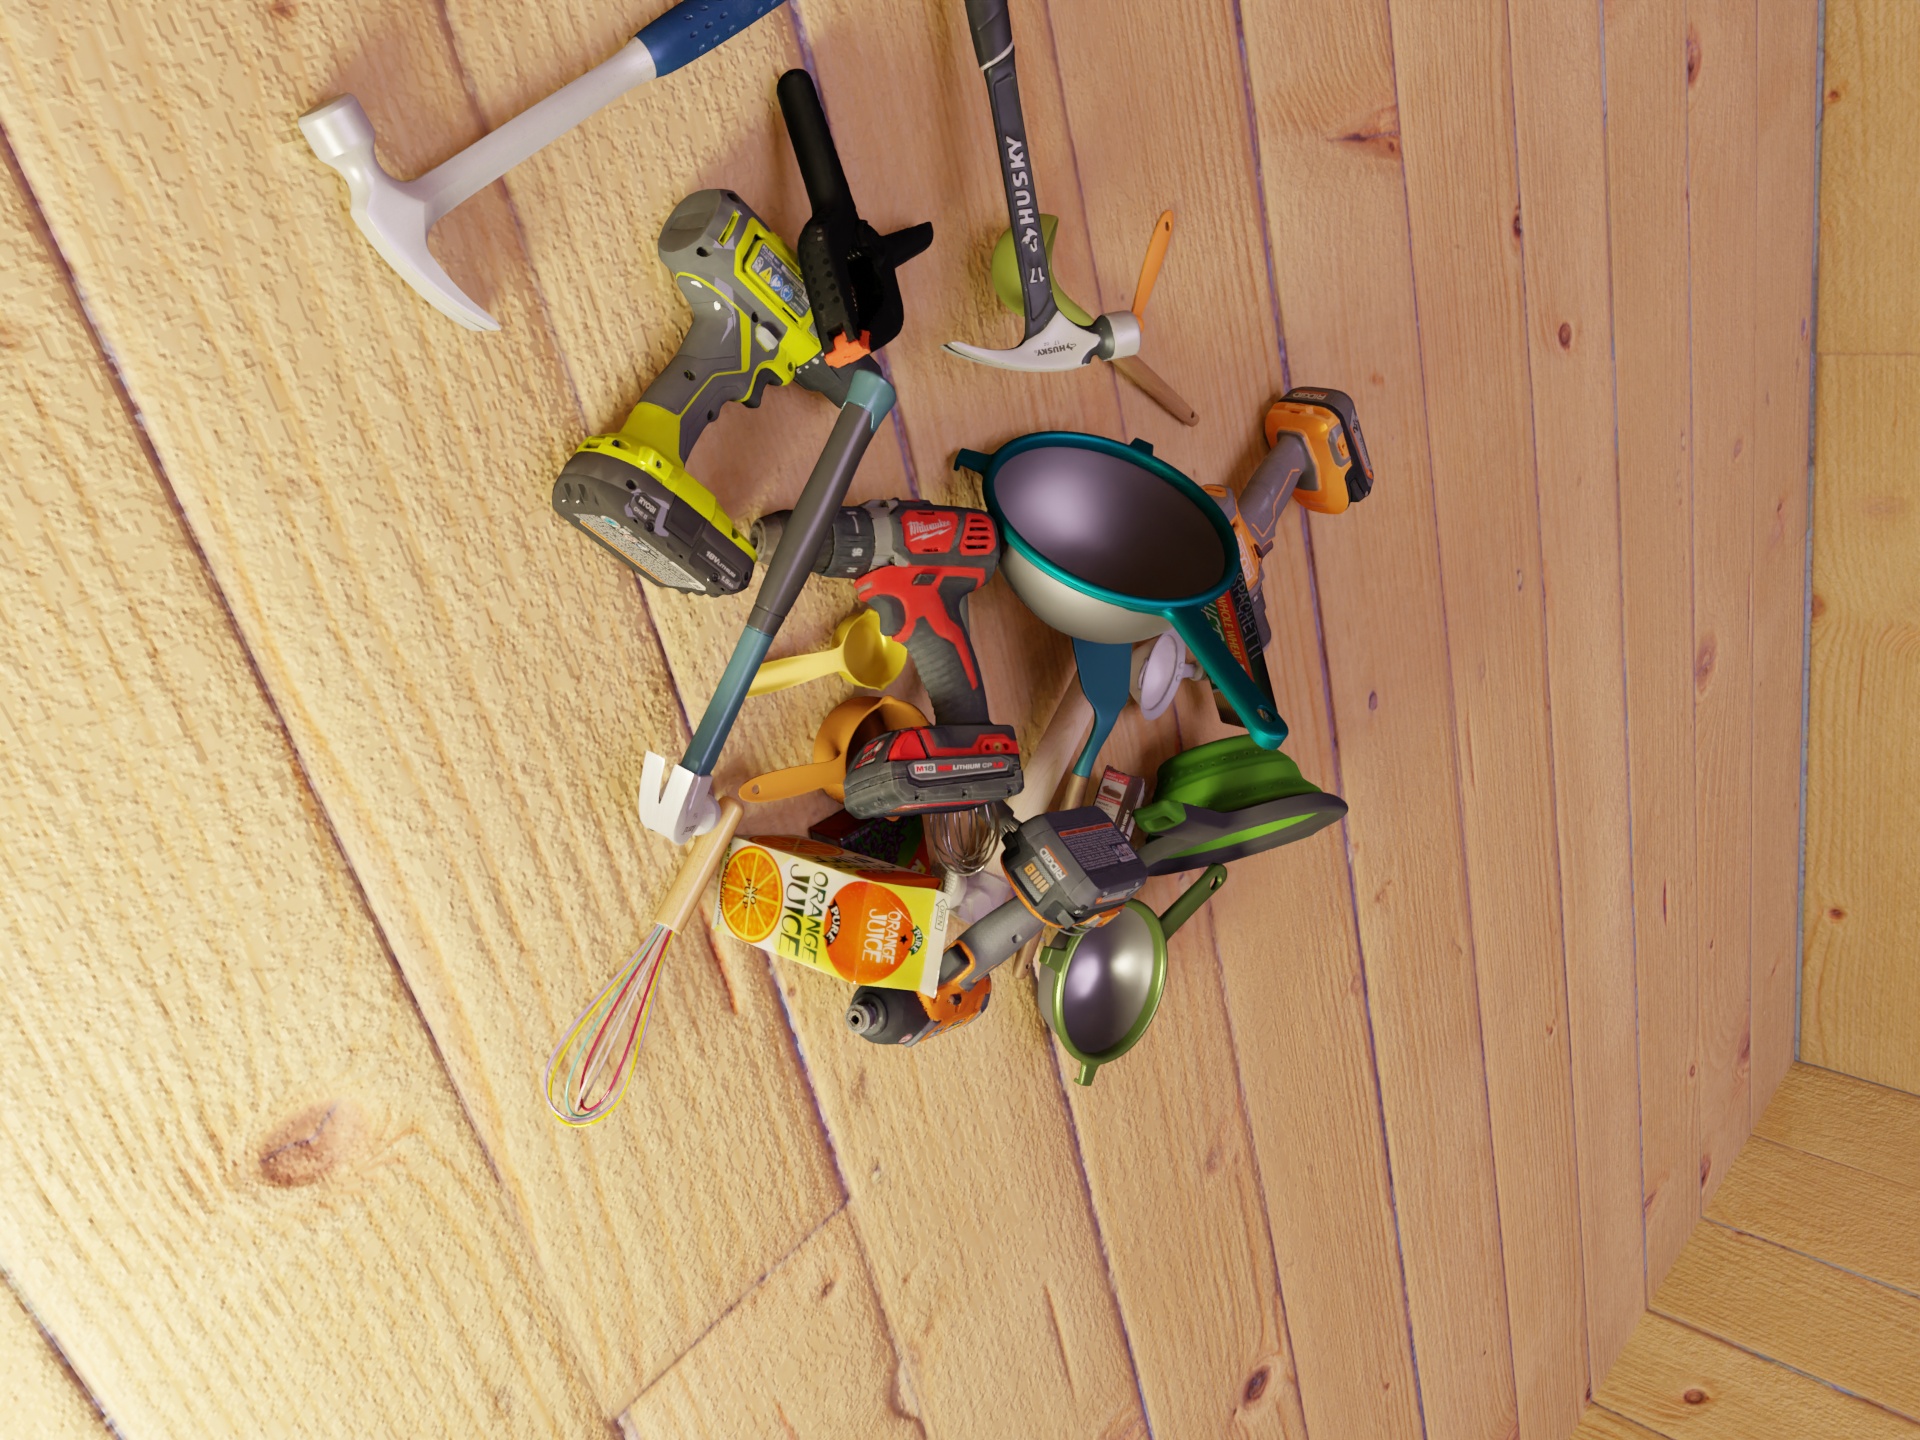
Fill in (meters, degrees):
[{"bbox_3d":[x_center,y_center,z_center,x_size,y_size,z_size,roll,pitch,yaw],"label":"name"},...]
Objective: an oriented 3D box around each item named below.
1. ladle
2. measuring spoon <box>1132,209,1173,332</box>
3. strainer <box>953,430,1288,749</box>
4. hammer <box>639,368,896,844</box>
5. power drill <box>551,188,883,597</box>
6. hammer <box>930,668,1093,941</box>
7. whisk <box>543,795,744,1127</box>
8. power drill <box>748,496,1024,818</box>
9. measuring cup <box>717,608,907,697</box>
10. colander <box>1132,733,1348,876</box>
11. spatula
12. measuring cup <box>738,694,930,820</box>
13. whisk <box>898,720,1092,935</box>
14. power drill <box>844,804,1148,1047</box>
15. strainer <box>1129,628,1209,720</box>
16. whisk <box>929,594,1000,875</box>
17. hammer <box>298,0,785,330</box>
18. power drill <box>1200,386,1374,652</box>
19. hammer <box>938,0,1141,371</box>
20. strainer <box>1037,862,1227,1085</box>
[{"bbox_3d":[0.127,-0.314,1.312,0.319,0.062,0.078,26,83,-49],"label":"ladle"},{"bbox_3d":[0.166,-0.384,1.366,0.021,0.011,0.117,23,83,-47],"label":"measuring spoon"},{"bbox_3d":[0.134,-0.083,1.219,0.211,0.341,0.095,-9,142,-32],"label":"strainer"},{"bbox_3d":[-0.124,-0.071,1.032,0.331,0.033,0.128,-65,173,4],"label":"hammer"},{"bbox_3d":[-0.147,-0.199,1.035,0.190,0.080,0.228,39,69,-45],"label":"power drill"},{"bbox_3d":[0.104,-0.009,1.354,0.146,0.038,0.411,34,80,-47],"label":"hammer"},{"bbox_3d":[-0.207,0.163,1.086,0.051,0.047,0.245,43,65,-42],"label":"whisk"},{"bbox_3d":[-0.050,-0.049,1.124,0.187,0.080,0.227,-2,79,-31],"label":"power drill"},{"bbox_3d":[-0.110,-0.041,1.156,0.156,0.029,0.062,-16,104,-31],"label":"measuring cup"},{"bbox_3d":[0.214,0.061,1.400,0.396,0.204,0.094,17,55,-65],"label":"colander"},{"bbox_3d":[0.086,0.065,1.321,0.082,0.044,0.317,4,106,-47],"label":"spatula"},{"bbox_3d":[-0.100,0.032,1.162,0.173,0.052,0.095,-13,105,-38],"label":"measuring cup"},{"bbox_3d":[0.031,0.081,1.260,0.239,0.055,0.055,47,63,-12],"label":"whisk"},{"bbox_3d":[0.017,0.163,1.184,0.226,0.084,0.164,-44,161,23],"label":"power drill"},{"bbox_3d":[0.215,-0.046,1.484,0.258,0.050,0.087,-2,108,-52],"label":"strainer"},{"bbox_3d":[-0.002,-0.004,1.217,0.057,0.059,0.246,14,69,-55],"label":"whisk"},{"bbox_3d":[-0.197,-0.389,0.962,0.405,0.035,0.143,-47,130,-28],"label":"hammer"},{"bbox_3d":[0.300,-0.185,1.512,0.226,0.084,0.185,-47,130,-23],"label":"power drill"},{"bbox_3d":[0.024,-0.452,1.133,0.149,0.036,0.409,-15,101,-17],"label":"hammer"},{"bbox_3d":[0.149,0.200,1.453,0.256,0.069,0.151,-37,122,-36],"label":"strainer"}]
